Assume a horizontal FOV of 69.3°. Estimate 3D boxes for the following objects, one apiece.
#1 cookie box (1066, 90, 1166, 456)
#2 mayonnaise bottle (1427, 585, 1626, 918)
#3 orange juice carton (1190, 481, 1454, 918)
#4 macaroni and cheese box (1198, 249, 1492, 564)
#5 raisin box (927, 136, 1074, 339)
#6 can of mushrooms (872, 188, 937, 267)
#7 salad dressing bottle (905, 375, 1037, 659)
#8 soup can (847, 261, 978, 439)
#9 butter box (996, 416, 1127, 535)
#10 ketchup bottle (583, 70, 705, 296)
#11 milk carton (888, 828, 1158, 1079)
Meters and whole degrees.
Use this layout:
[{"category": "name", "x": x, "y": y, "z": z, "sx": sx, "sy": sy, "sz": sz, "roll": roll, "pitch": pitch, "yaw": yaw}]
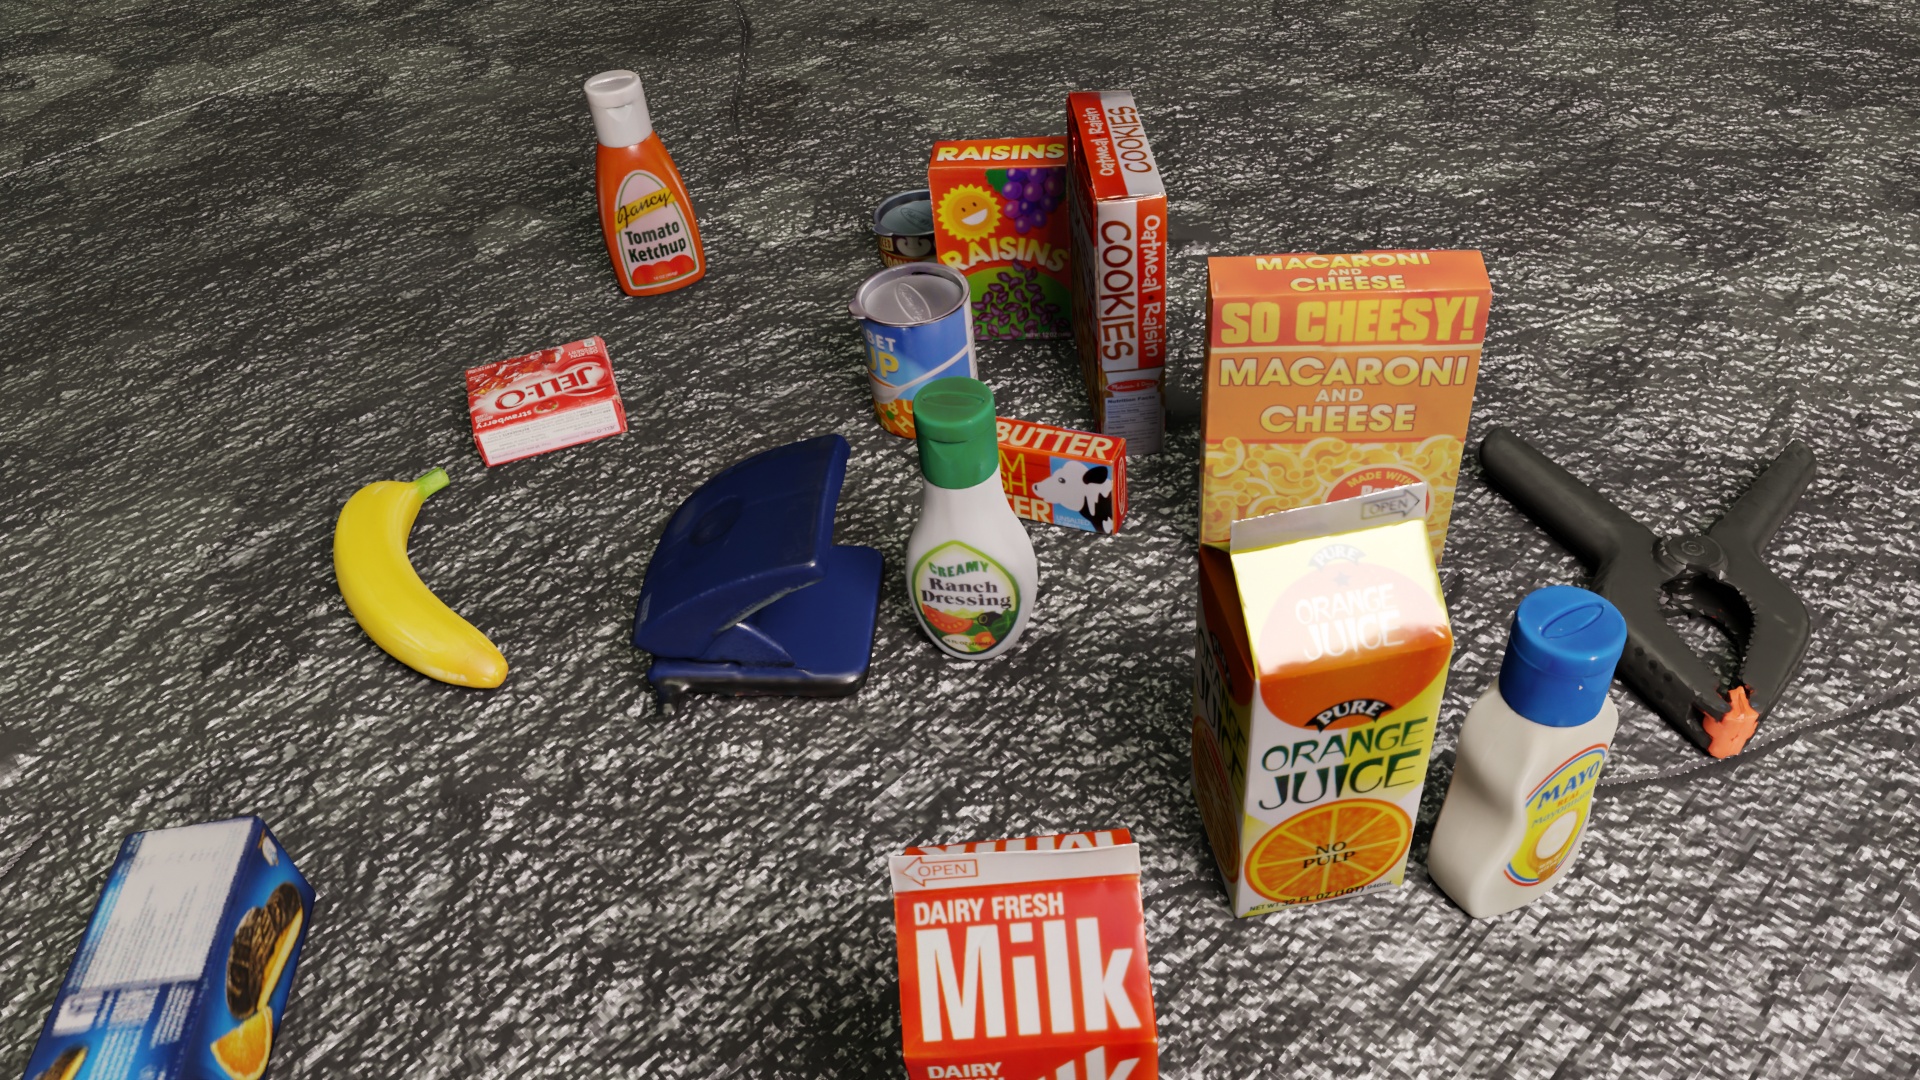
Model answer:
[{"category": "cookie box", "x": 0.087, "y": -0.150, "z": 0.786, "sx": 0.040, "sy": 0.166, "sz": 0.123, "roll": -6, "pitch": 42, "yaw": 1}, {"category": "mayonnaise bottle", "x": 0.217, "y": 0.082, "z": 0.528, "sx": 0.065, "sy": 0.147, "sz": 0.041, "roll": -24, "pitch": 45, "yaw": -18}, {"category": "orange juice carton", "x": 0.133, "y": 0.057, "z": 0.533, "sx": 0.072, "sy": 0.191, "sz": 0.073, "roll": -10, "pitch": 42, "yaw": -3}, {"category": "macaroni and cheese box", "x": 0.179, "y": -0.060, "z": 0.676, "sx": 0.124, "sy": 0.165, "sz": 0.040, "roll": 0, "pitch": 42, "yaw": 7}, {"category": "raisin box", "x": 0.029, "y": -0.187, "z": 0.866, "sx": 0.086, "sy": 0.122, "sz": 0.040, "roll": 1, "pitch": 43, "yaw": 8}, {"category": "can of mushrooms", "x": -0.029, "y": -0.216, "z": 0.972, "sx": 0.071, "sy": 0.033, "sz": 0.071, "roll": -4, "pitch": 42, "yaw": 3}, {"category": "salad dressing bottle", "x": 0.002, "y": -0.008, "z": 0.655, "sx": 0.064, "sy": 0.146, "sz": 0.044, "roll": 4, "pitch": 43, "yaw": 11}, {"category": "soup can", "x": -0.026, "y": -0.111, "z": 0.819, "sx": 0.071, "sy": 0.083, "sz": 0.072, "roll": -4, "pitch": 42, "yaw": 3}, {"category": "butter box", "x": 0.038, "y": -0.037, "z": 0.752, "sx": 0.103, "sy": 0.052, "sz": 0.024, "roll": 12, "pitch": 45, "yaw": 19}, {"category": "ketchup bottle", "x": -0.217, "y": -0.240, "z": 0.937, "sx": 0.065, "sy": 0.148, "sz": 0.044, "roll": -17, "pitch": 43, "yaw": -12}, {"category": "milk carton", "x": 0.023, "y": 0.154, "z": 0.441, "sx": 0.072, "sy": 0.189, "sz": 0.074, "roll": -5, "pitch": 42, "yaw": 2}]
